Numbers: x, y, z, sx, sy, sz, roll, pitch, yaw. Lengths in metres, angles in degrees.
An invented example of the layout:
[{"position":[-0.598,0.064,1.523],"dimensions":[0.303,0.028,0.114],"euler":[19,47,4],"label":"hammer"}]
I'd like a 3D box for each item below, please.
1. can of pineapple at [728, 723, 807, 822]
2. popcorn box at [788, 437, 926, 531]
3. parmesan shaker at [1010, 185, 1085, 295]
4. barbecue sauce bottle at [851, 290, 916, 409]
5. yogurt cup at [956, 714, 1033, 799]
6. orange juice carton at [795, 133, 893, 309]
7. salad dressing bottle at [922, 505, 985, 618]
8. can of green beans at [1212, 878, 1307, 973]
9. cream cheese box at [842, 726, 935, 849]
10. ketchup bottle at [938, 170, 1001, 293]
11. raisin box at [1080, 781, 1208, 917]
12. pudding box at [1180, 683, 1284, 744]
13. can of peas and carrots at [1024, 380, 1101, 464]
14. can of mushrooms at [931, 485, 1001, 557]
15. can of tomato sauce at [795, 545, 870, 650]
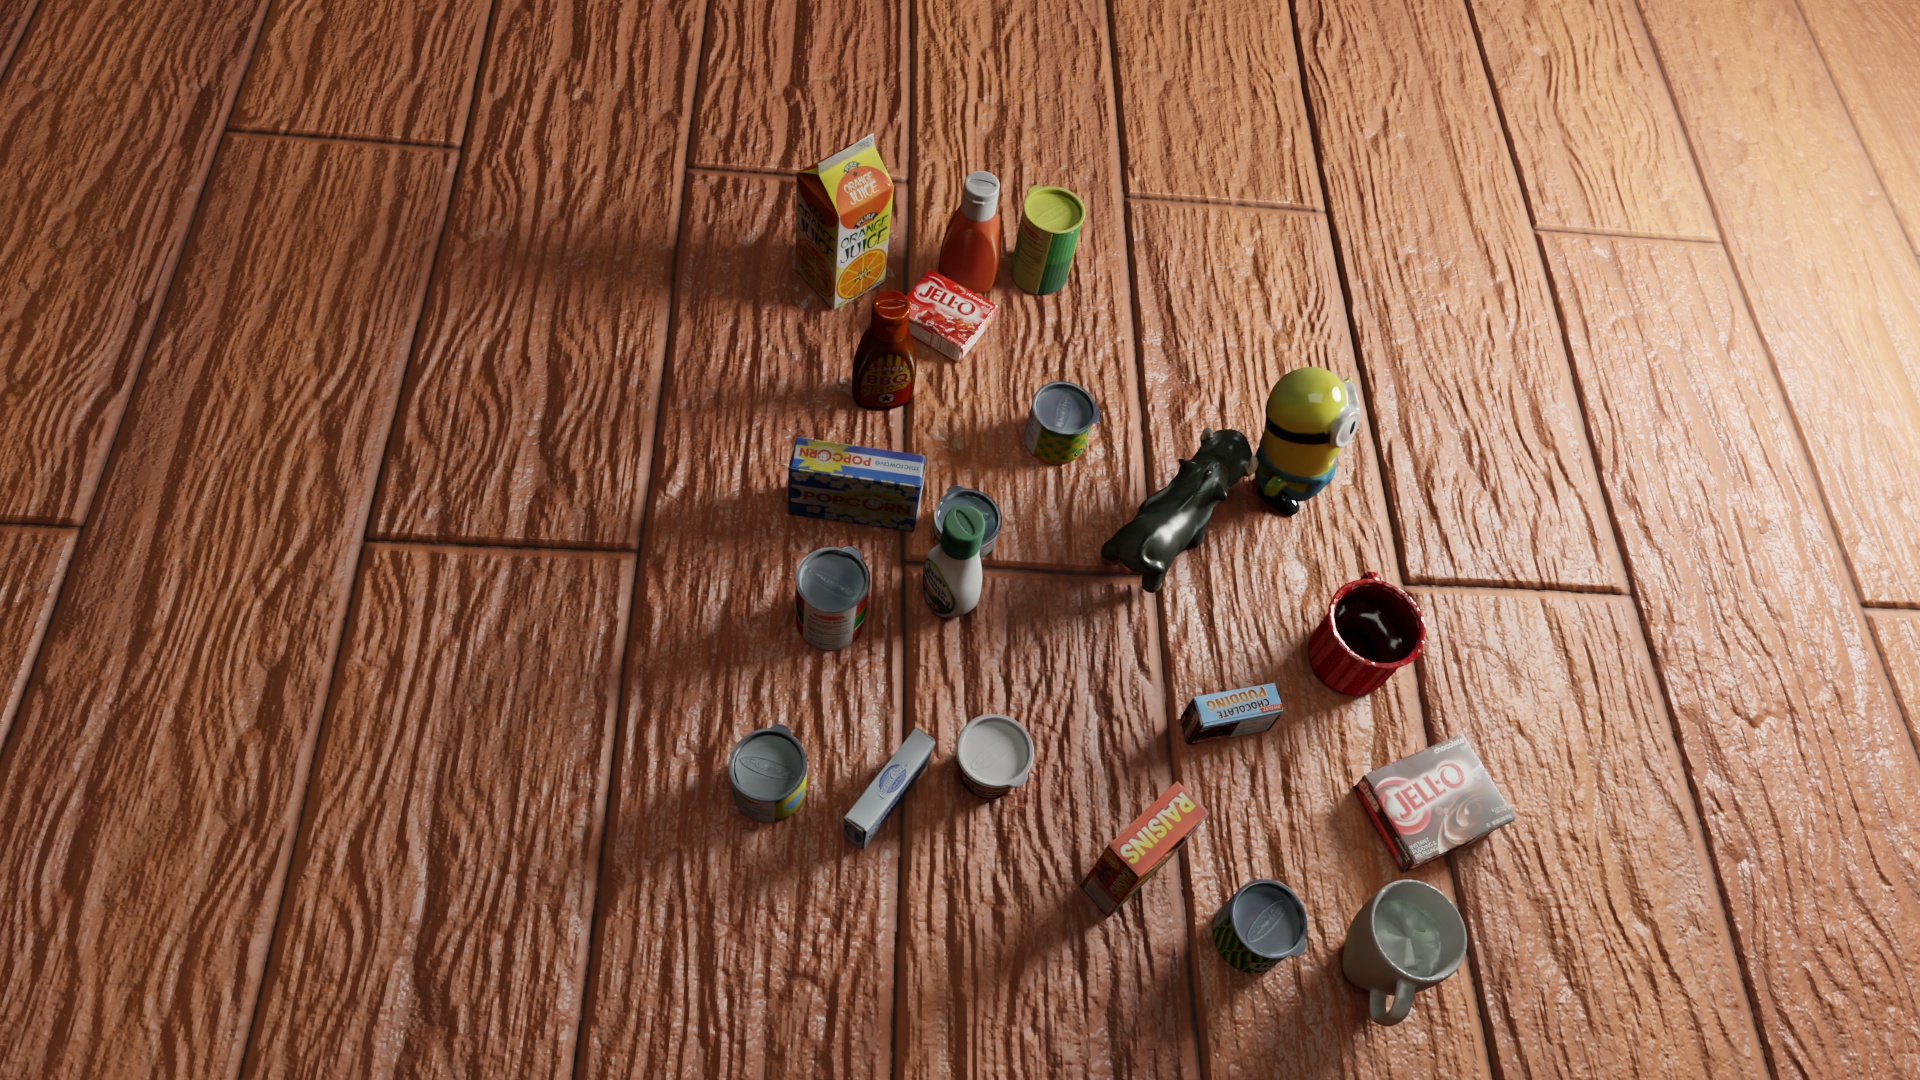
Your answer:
[{"position":[-0.164,0.201,1.195],"dimensions":[0.071,0.057,0.071],"euler":[3,60,-5],"label":"can of pineapple"},{"position":[-0.100,-0.053,1.335],"dimensions":[0.127,0.084,0.038],"euler":[8,60,-3],"label":"popcorn box"},{"position":[0.092,-0.326,1.508],"dimensions":[0.071,0.102,0.071],"euler":[3,60,-5],"label":"parmesan shaker"},{"position":[-0.074,-0.188,1.381],"dimensions":[0.065,0.147,0.044],"euler":[-4,61,-9],"label":"barbecue sauce bottle"},{"position":[0.028,0.194,1.227],"dimensions":[0.072,0.053,0.073],"euler":[3,60,-5],"label":"yogurt cup"},{"position":[-0.122,-0.335,1.434],"dimensions":[0.072,0.191,0.073],"euler":[-34,70,-23],"label":"orange juice carton"},{"position":[-0.004,0.019,1.270],"dimensions":[0.044,0.147,0.064],"euler":[-26,67,-20],"label":"salad dressing bottle"},{"position":[0.253,0.327,1.176],"dimensions":[0.071,0.057,0.071],"euler":[3,60,-5],"label":"can of green beans"},{"position":[-0.062,0.215,1.203],"dimensions":[0.024,0.053,0.104],"euler":[34,62,12],"label":"cream cheese box"},{"position":[0.014,-0.325,1.471],"dimensions":[0.065,0.148,0.044],"euler":[11,60,-1],"label":"ketchup bottle"},{"position":[0.153,0.260,1.164],"dimensions":[0.086,0.122,0.040],"euler":[-36,71,-24],"label":"raisin box"},{"position":[0.250,0.160,1.278],"dimensions":[0.084,0.049,0.030],"euler":[-9,62,-12],"label":"pudding box"},{"position":[0.104,-0.119,1.415],"dimensions":[0.071,0.058,0.071],"euler":[3,60,-5],"label":"can of peas and carrots"},{"position":[0.005,-0.017,1.358],"dimensions":[0.071,0.033,0.071],"euler":[3,60,-5],"label":"can of mushrooms"},{"position":[-0.117,0.053,1.273],"dimensions":[0.071,0.082,0.071],"euler":[3,60,-5],"label":"can of tomato sauce"}]
